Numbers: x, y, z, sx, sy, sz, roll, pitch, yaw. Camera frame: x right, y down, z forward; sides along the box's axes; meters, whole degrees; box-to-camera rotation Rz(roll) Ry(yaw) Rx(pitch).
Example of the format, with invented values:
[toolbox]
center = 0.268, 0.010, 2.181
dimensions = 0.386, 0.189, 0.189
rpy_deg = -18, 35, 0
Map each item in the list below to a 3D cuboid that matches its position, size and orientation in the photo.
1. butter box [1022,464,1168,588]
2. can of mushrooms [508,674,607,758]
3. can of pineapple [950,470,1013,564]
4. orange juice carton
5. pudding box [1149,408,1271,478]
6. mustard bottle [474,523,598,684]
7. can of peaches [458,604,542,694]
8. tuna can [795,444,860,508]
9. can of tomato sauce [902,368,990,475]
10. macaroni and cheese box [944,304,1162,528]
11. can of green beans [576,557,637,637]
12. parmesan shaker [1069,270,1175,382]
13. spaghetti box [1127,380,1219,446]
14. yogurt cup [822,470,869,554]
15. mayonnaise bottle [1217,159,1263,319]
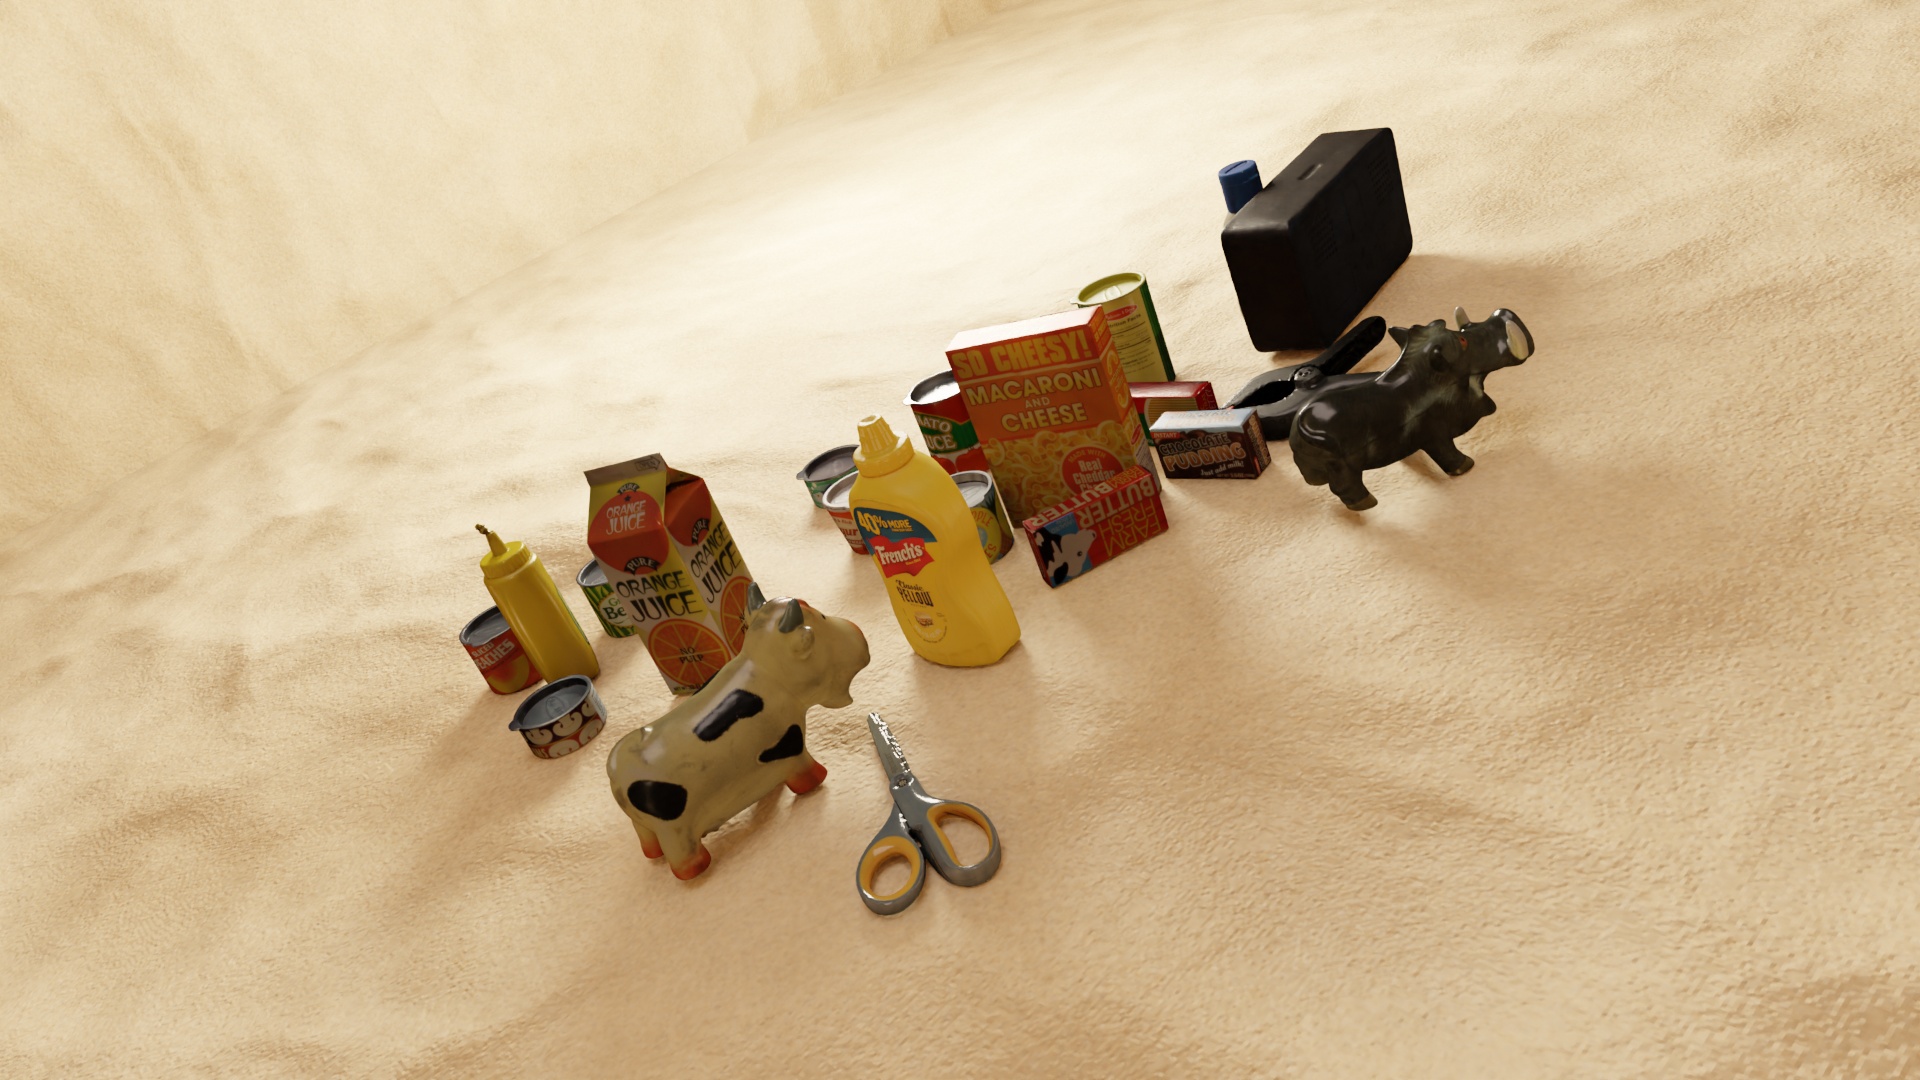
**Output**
[butter box]
center = 0.102, -0.011, 1.041
dimensions = 0.104, 0.053, 0.024
rpy_deg = -27, 27, -9
[can of mushrooms]
center = -0.317, 0.140, 1.096
dimensions = 0.071, 0.033, 0.071
rpy_deg = -17, 28, 9
[can of pineapple]
center = 0.004, -0.014, 1.113
dimensions = 0.071, 0.057, 0.071
rpy_deg = -17, 27, 9
[orange juice carton]
center = -0.218, 0.021, 1.066
dimensions = 0.072, 0.192, 0.073
rpy_deg = -10, 29, 23
[pudding box]
center = 0.197, -0.076, 1.094
dimensions = 0.083, 0.049, 0.030
rpy_deg = 2, 36, 39
[mustard bottle]
center = -0.354, 0.051, 1.146
dimensions = 0.049, 0.159, 0.065
rpy_deg = -33, 29, -20
[can of peaches]
center = -0.392, 0.094, 1.208
dimensions = 0.071, 0.058, 0.071
rpy_deg = -17, 27, 9
[tuna can]
center = -0.116, -0.059, 1.310
dimensions = 0.071, 0.032, 0.071
rpy_deg = -17, 28, 9
[can of tomato sauce]
center = -0.005, -0.103, 1.254
dimensions = 0.071, 0.082, 0.071
rpy_deg = -17, 27, 9
[macaroni and cheese box]
center = 0.074, -0.094, 1.088
dimensions = 0.123, 0.165, 0.040
rpy_deg = -7, 31, 27
[can of green beans]
center = -0.296, 0.044, 1.228
dimensions = 0.071, 0.057, 0.071
rpy_deg = -17, 27, 9
[parmesan shaker]
center = 0.148, -0.184, 1.265
dimensions = 0.071, 0.102, 0.071
rpy_deg = -17, 27, 9
[spaghetti box]
center = 0.112, -0.111, 1.217
dimensions = 0.250, 0.050, 0.029
rpy_deg = 5, 37, 41
[yogurt cup]
center = -0.078, -0.025, 1.197
dimensions = 0.072, 0.053, 0.073
rpy_deg = -17, 27, 9
[mayonnaise bottle]
center = 0.276, -0.279, 1.294
dimensions = 0.065, 0.147, 0.041
rpy_deg = -35, 29, -23
